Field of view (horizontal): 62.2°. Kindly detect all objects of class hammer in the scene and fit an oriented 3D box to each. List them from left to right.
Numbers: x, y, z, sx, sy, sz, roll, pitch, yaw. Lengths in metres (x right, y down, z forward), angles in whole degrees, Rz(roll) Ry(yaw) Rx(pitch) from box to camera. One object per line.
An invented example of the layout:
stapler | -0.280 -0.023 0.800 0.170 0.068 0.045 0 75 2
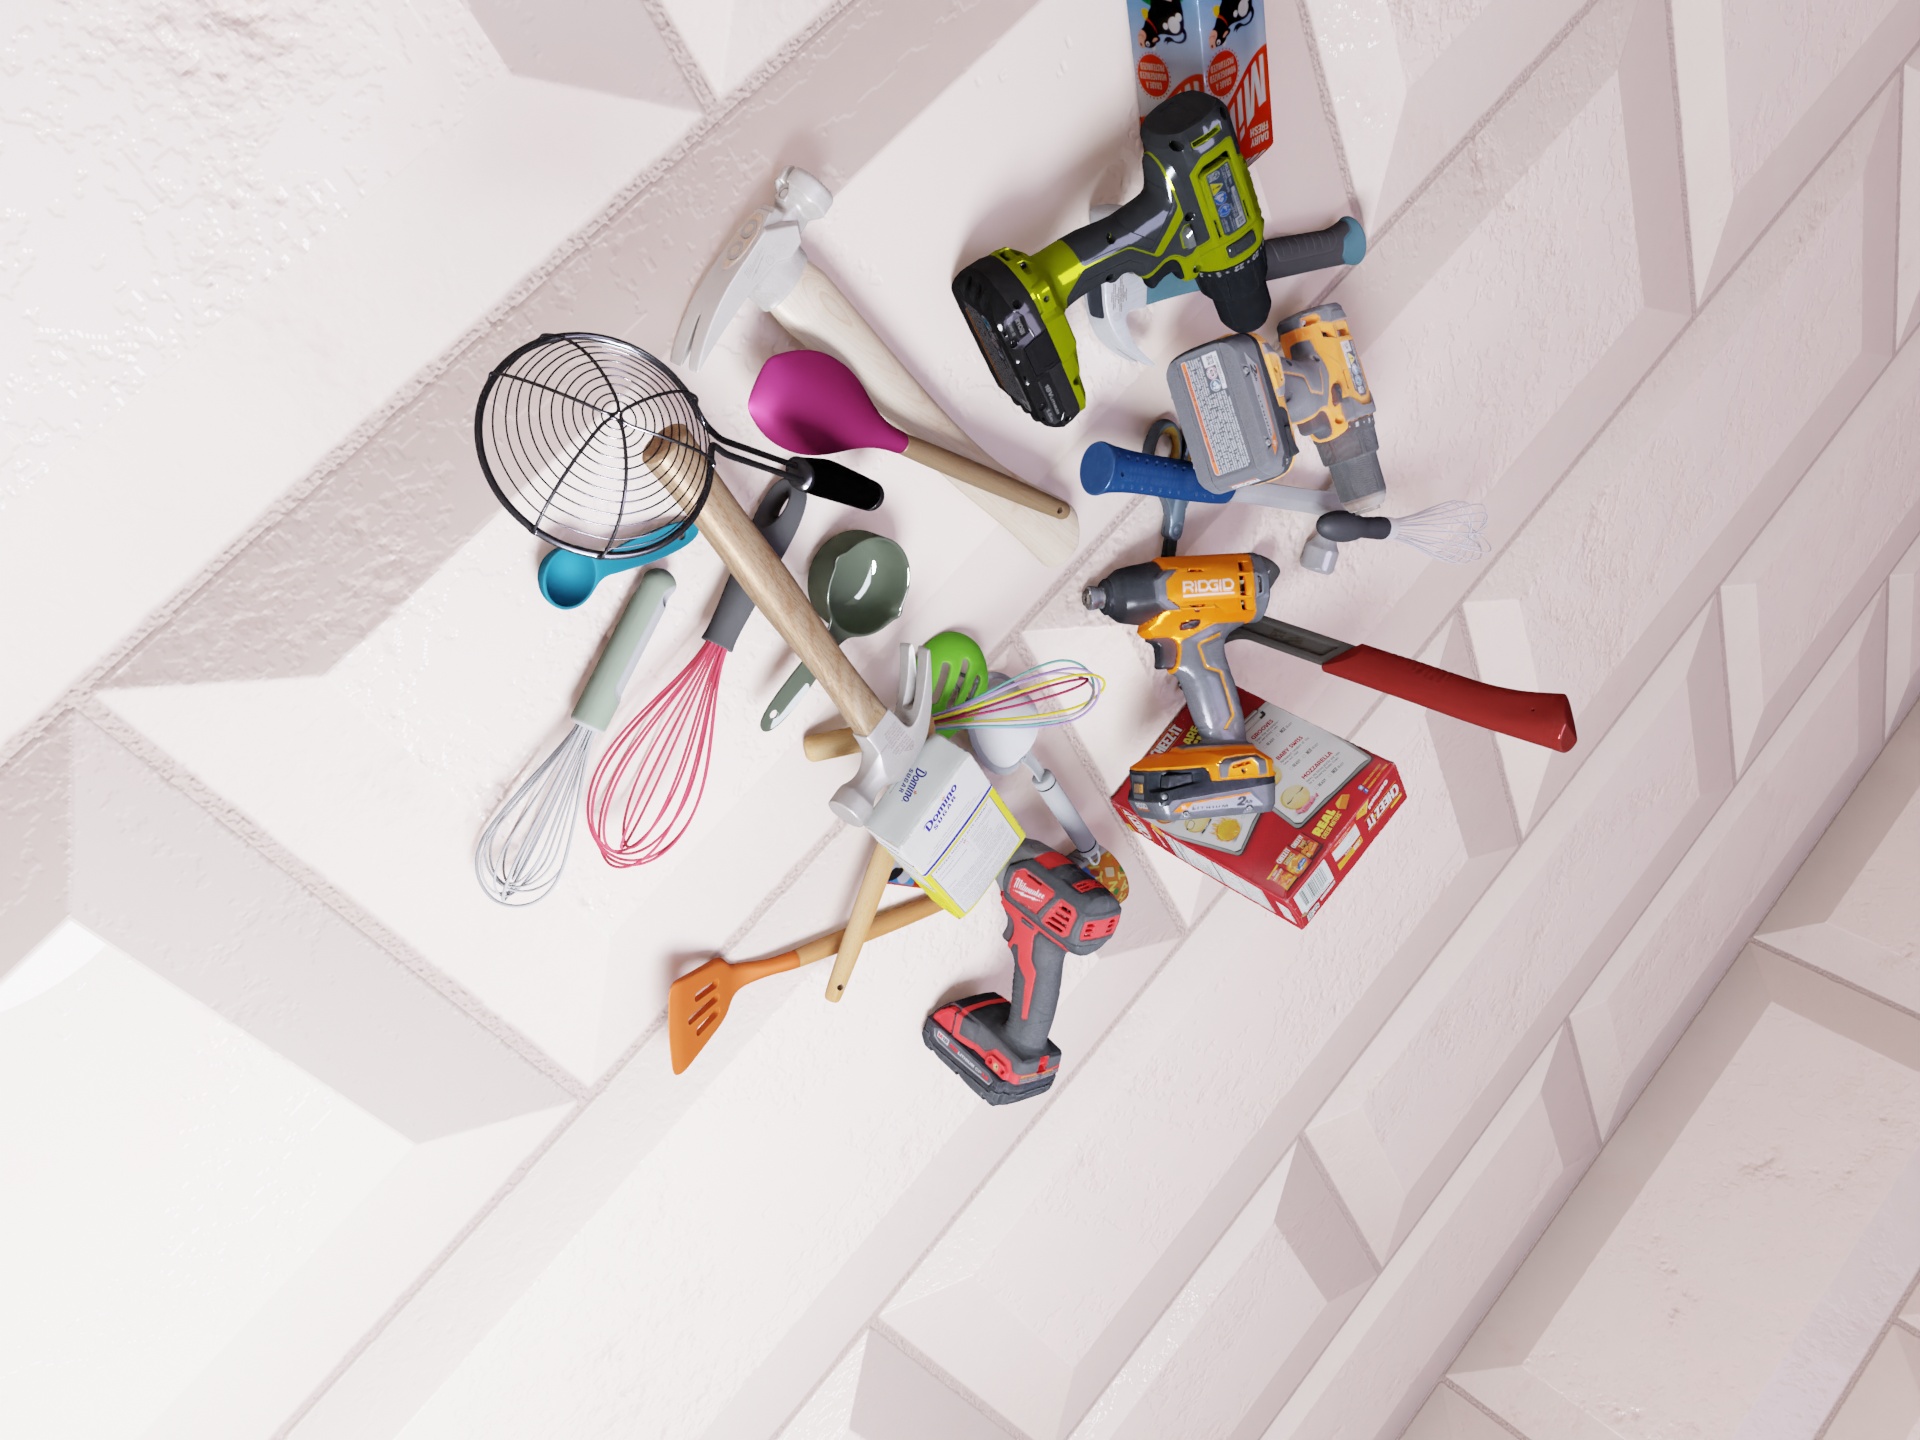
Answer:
hammer | -0.112 -0.072 1.086 0.130 0.031 0.331 -55 135 -22
hammer | -0.035 -0.210 1.151 0.146 0.038 0.410 -57 138 -3
hammer | 0.227 -0.377 1.318 0.331 0.033 0.128 -22 124 -35
hammer | 0.242 -0.209 1.400 0.405 0.035 0.144 -2 112 -49
hammer | 0.360 -0.036 1.384 0.036 0.359 0.149 38 81 -47

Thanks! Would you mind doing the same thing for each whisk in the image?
whisk | -0.250 0.010 1.053 0.246 0.059 0.058 -64 176 -3
whisk | -0.176 -0.035 1.091 0.073 0.073 0.296 30 84 -48
whisk | -0.002 -0.005 1.234 0.245 0.047 0.051 -12 88 -14
whisk | 0.436 -0.189 1.566 0.284 0.070 0.070 -4 114 -42

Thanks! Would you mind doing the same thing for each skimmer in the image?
skimmer | -0.148 -0.149 0.964 0.363 0.090 0.127 -2 75 -71

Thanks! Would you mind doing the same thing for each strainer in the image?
strainer | 0.070 0.045 1.361 0.258 0.050 0.087 55 46 -39

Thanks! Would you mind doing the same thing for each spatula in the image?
spatula | -0.109 0.190 1.288 0.322 0.041 0.081 -17 118 -39

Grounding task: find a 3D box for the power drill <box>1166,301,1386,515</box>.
power drill | 0.281 -0.250 1.344 0.226 0.084 0.185 -24 98 -46

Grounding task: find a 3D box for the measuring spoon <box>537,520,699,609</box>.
measuring spoon | -0.225 -0.109 1.039 0.128 0.021 0.042 -30 129 -42

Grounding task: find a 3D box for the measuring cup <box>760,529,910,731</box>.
measuring cup | -0.103 -0.066 1.161 0.167 0.038 0.083 -54 137 -5

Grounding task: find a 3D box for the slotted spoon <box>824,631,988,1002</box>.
slotted spoon | -0.048 0.079 1.273 0.070 0.031 0.314 19 93 -28

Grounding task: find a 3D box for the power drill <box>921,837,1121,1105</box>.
power drill | 0.049 0.211 1.389 0.078 0.143 0.219 -5 121 -44

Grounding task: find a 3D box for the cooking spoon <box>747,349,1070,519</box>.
cooking spoon | -0.024 -0.190 1.132 0.318 0.017 0.068 14 106 -47

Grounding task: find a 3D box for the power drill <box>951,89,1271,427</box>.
power drill | 0.125 -0.320 1.170 0.228 0.080 0.190 -36 134 -4

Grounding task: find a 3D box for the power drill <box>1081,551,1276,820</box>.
power drill | 0.190 -0.030 1.379 0.164 0.084 0.226 -4 91 -15
